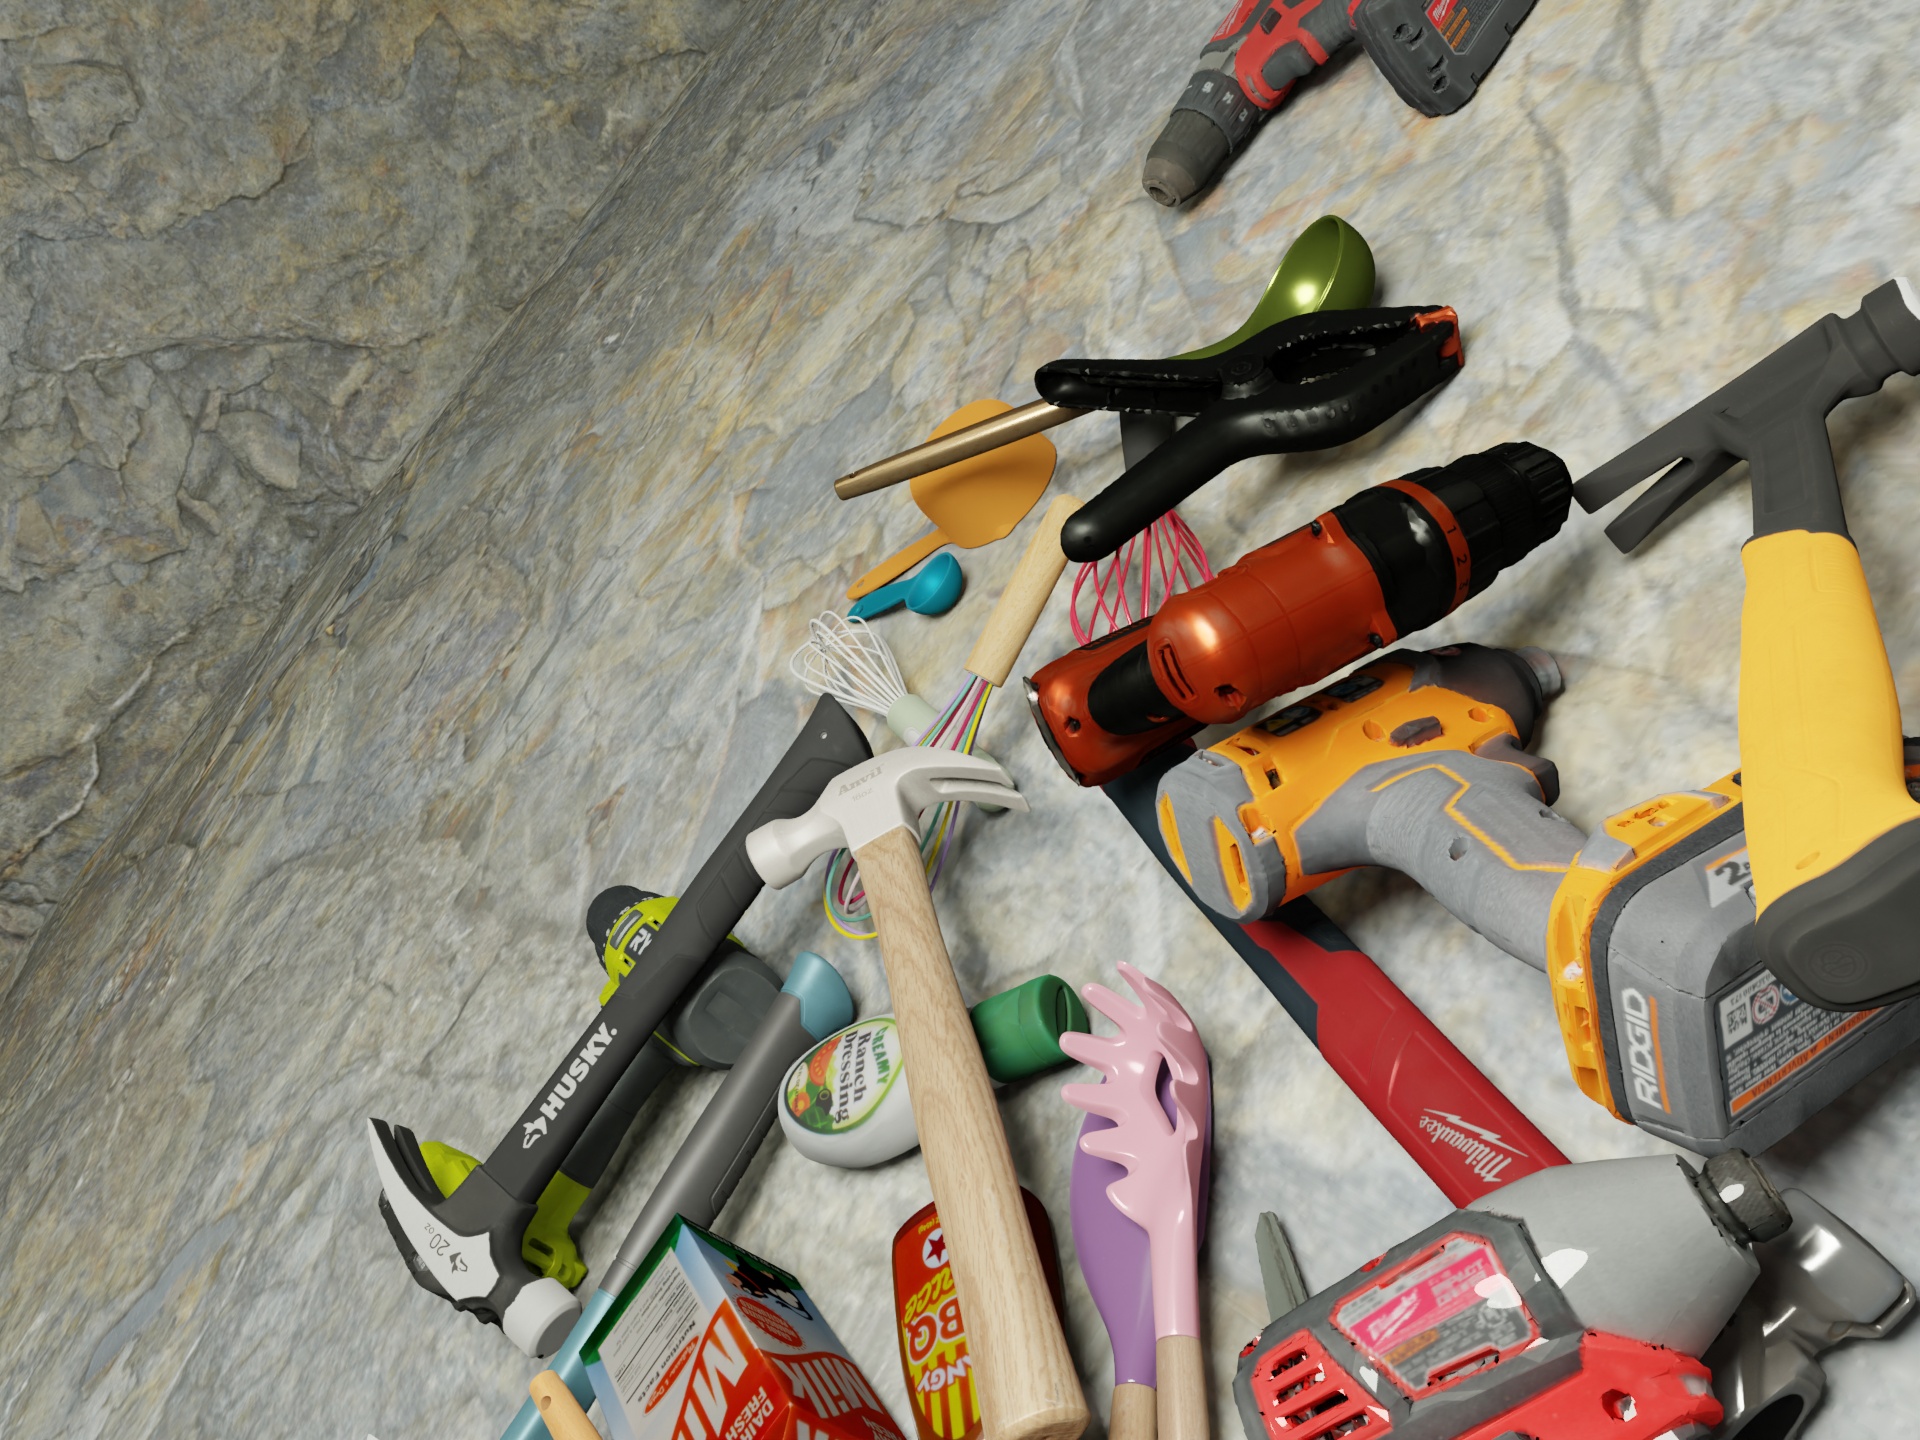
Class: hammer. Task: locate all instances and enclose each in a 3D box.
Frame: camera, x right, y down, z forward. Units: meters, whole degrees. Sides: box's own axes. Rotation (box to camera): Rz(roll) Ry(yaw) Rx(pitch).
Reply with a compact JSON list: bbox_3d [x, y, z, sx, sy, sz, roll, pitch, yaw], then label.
[{"bbox_3d":[0.225,-0.032,0.439,0.127,0.034,0.337,-37,9,36],"label":"hammer"},{"bbox_3d":[0.126,0.112,0.562,0.143,0.038,0.387,-48,31,6],"label":"hammer"},{"bbox_3d":[-0.143,0.250,0.713,0.033,0.128,0.331,1,49,45],"label":"hammer"},{"bbox_3d":[-0.007,0.127,0.633,0.130,0.031,0.332,-30,40,9],"label":"hammer"},{"bbox_3d":[-0.154,0.126,0.786,0.146,0.035,0.335,30,79,27],"label":"hammer"}]

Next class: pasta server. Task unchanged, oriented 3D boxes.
[{"bbox_3d":[0.064,0.224,0.504,0.060,0.040,0.317,-45,32,42],"label":"pasta server"}]

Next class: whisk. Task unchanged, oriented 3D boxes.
[{"bbox_3d":[-0.034,-0.006,0.892,0.059,0.057,0.247,-25,31,-17],"label":"whisk"},{"bbox_3d":[0.097,-0.108,0.822,0.073,0.073,0.296,-32,28,28],"label":"whisk"},{"bbox_3d":[-0.003,-0.003,0.788,0.047,0.051,0.245,25,87,58],"label":"whisk"}]

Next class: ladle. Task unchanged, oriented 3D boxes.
[{"bbox_3d":[0.068,-0.187,0.865,0.320,0.062,0.078,-17,40,19],"label":"ladle"}]

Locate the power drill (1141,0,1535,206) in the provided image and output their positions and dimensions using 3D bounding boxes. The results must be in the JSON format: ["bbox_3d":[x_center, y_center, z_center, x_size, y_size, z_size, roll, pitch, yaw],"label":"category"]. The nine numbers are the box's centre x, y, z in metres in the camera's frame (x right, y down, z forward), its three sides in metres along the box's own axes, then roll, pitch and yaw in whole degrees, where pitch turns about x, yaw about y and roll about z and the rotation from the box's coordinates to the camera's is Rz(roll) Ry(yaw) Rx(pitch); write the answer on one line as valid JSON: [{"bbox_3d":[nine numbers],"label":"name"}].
[{"bbox_3d":[0.216,-0.401,0.962,0.188,0.080,0.227,-55,28,-9],"label":"power drill"}]

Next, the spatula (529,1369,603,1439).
[{"bbox_3d":[-0.080,0.337,0.540,0.081,0.041,0.323,-52,47,-3],"label":"spatula"}]

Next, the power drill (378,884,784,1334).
[{"bbox_3d":[-0.209,0.196,0.871,0.228,0.080,0.191,-54,32,-11],"label":"power drill"}]

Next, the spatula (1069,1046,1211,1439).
[{"bbox_3d":[0.054,0.248,0.526,0.060,0.018,0.316,-19,41,28],"label":"spatula"}]

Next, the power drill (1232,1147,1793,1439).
[{"bbox_3d":[0.158,0.205,0.341,0.143,0.078,0.220,-39,43,18],"label":"power drill"}]

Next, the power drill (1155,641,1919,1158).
[{"bbox_3d":[0.188,0.031,0.503,0.164,0.084,0.227,-26,23,-20],"label":"power drill"}]

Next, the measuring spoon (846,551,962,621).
[{"bbox_3d":[-0.034,-0.074,0.997,0.128,0.021,0.042,-13,47,58],"label":"measuring spoon"}]

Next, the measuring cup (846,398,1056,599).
[{"bbox_3d":[-0.022,-0.136,1.005,0.173,0.052,0.095,-32,35,24],"label":"measuring cup"}]
